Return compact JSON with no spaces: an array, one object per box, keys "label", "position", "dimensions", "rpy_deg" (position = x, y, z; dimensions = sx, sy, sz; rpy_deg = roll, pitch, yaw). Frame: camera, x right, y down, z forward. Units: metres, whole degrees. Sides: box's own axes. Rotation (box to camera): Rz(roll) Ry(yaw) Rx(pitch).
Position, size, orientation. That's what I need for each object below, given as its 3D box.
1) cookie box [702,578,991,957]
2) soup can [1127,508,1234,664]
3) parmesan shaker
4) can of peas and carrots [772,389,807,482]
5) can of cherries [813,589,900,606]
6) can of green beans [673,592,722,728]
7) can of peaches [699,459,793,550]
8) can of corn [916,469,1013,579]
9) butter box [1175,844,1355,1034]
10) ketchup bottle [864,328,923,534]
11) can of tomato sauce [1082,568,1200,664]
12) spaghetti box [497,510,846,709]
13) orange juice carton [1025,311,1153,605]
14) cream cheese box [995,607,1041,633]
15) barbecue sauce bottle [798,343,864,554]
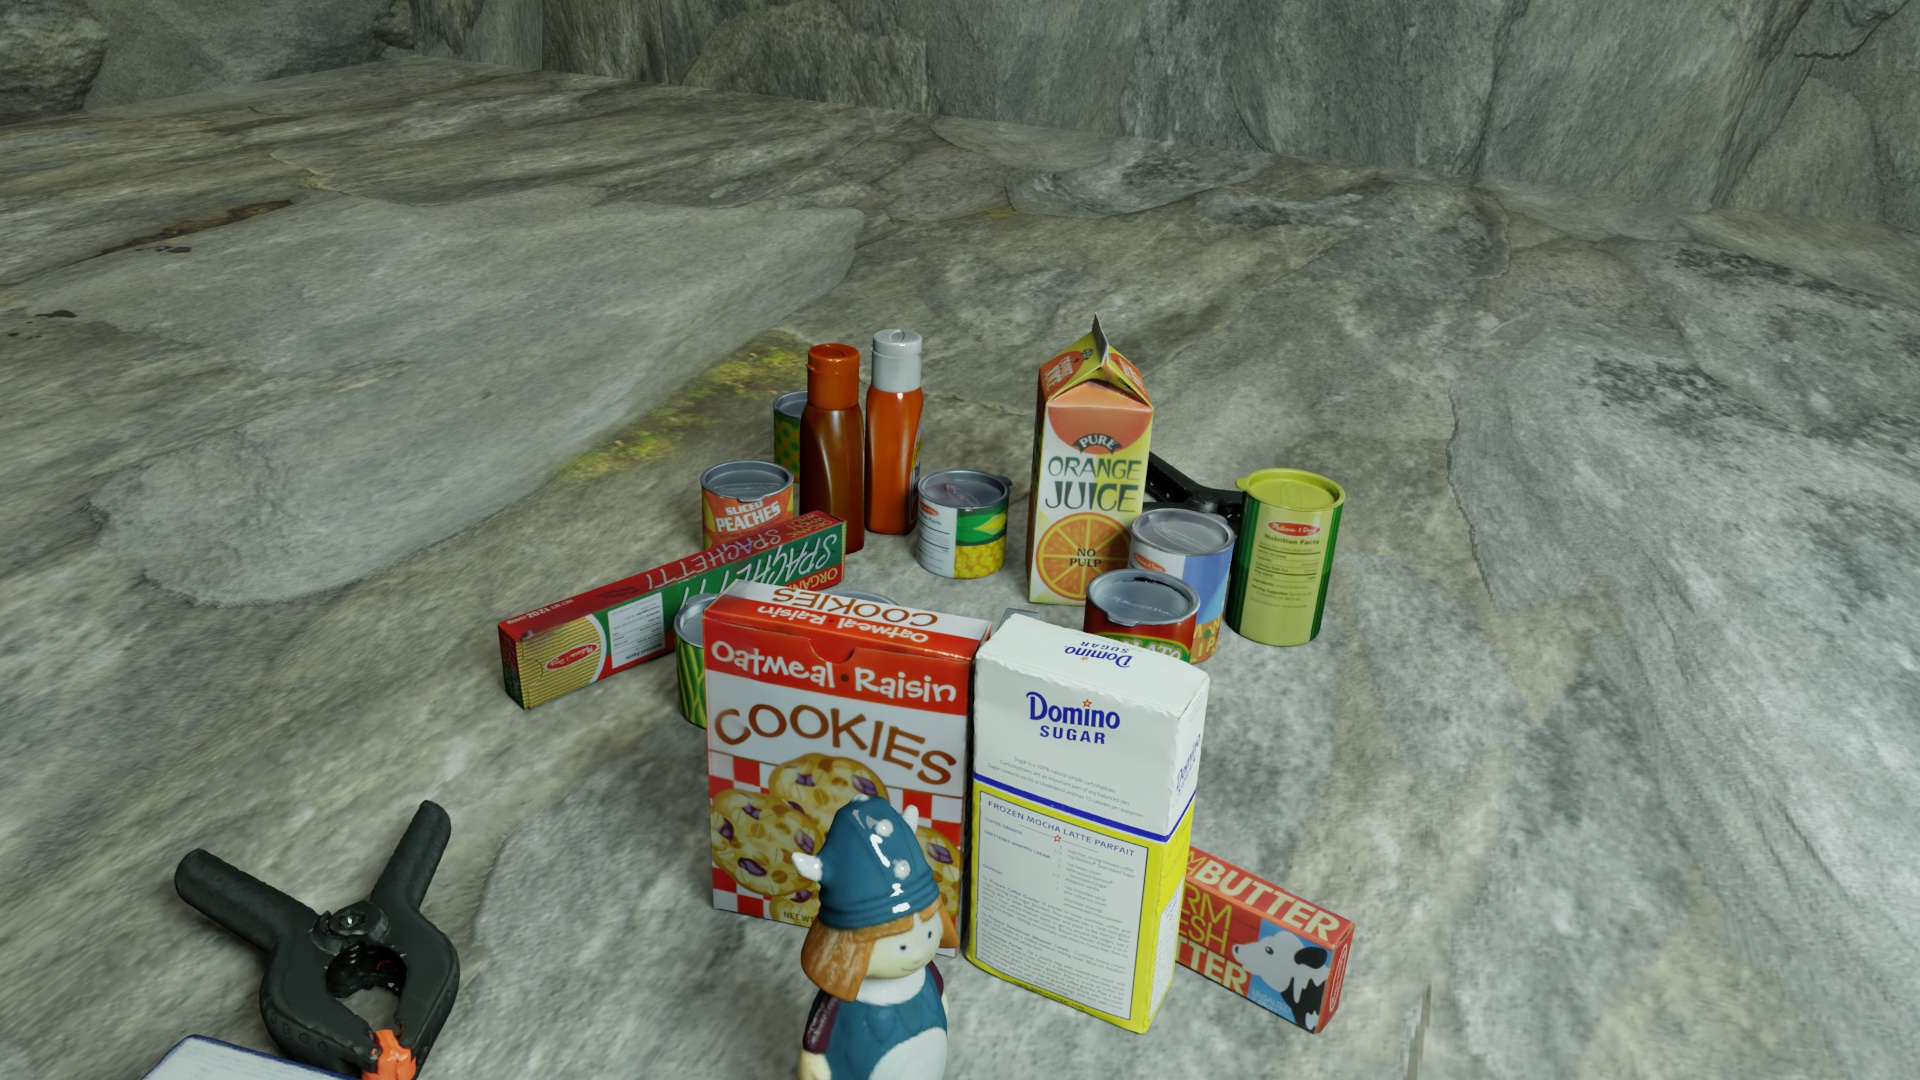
[{"label":"cookie box","position":[-0.053,0.107,0.642],"dimensions":[0.123,0.166,0.040],"rpy_deg":[9,27,11]},{"label":"soup can","position":[0.143,0.030,0.911],"dimensions":[0.071,0.083,0.071],"rpy_deg":[3,27,-1]},{"label":"parmesan shaker","position":[0.214,0.011,0.935],"dimensions":[0.071,0.102,0.071],"rpy_deg":[3,26,-1]},{"label":"can of peas and carrots","position":[-0.118,-0.084,1.135],"dimensions":[0.071,0.058,0.071],"rpy_deg":[3,27,-1]},{"label":"can of cherries","position":[-0.068,0.069,0.836],"dimensions":[0.071,0.058,0.072],"rpy_deg":[3,27,-1]},{"label":"can of green beans","position":[-0.135,0.072,0.824],"dimensions":[0.071,0.057,0.071],"rpy_deg":[3,27,-1]},{"label":"can of peaches","position":[-0.153,-0.018,1.000],"dimensions":[0.071,0.057,0.071],"rpy_deg":[3,27,-1]},{"label":"can of corn","position":[0.004,-0.013,1.007],"dimensions":[0.071,0.058,0.071],"rpy_deg":[3,27,-1]},{"label":"butter box","position":[0.127,0.180,0.644],"dimensions":[0.103,0.053,0.024],"rpy_deg":[21,32,32]},{"label":"ketchup bottle","position":[-0.050,-0.082,1.039],"dimensions":[0.043,0.148,0.065],"rpy_deg":[4,26,1]},{"label":"can of tomato sauce","position":[0.104,0.069,0.829],"dimensions":[0.071,0.082,0.071],"rpy_deg":[3,27,-1]},{"label":"spaghetti box","position":[-0.176,0.039,0.894],"dimensions":[0.029,0.050,0.251],"rpy_deg":[26,34,38]},{"label":"orange juice carton","position":[0.087,-0.055,0.951],"dimensions":[0.073,0.191,0.072],"rpy_deg":[2,26,-1]},{"label":"cream cheese box","position":[0.025,0.087,0.816],"dimensions":[0.024,0.053,0.104],"rpy_deg":[9,27,11]},{"label":"barbecue sauce bottle","position":[-0.093,-0.067,1.003],"dimensions":[0.044,0.147,0.065],"rpy_deg":[-11,30,-26]}]
